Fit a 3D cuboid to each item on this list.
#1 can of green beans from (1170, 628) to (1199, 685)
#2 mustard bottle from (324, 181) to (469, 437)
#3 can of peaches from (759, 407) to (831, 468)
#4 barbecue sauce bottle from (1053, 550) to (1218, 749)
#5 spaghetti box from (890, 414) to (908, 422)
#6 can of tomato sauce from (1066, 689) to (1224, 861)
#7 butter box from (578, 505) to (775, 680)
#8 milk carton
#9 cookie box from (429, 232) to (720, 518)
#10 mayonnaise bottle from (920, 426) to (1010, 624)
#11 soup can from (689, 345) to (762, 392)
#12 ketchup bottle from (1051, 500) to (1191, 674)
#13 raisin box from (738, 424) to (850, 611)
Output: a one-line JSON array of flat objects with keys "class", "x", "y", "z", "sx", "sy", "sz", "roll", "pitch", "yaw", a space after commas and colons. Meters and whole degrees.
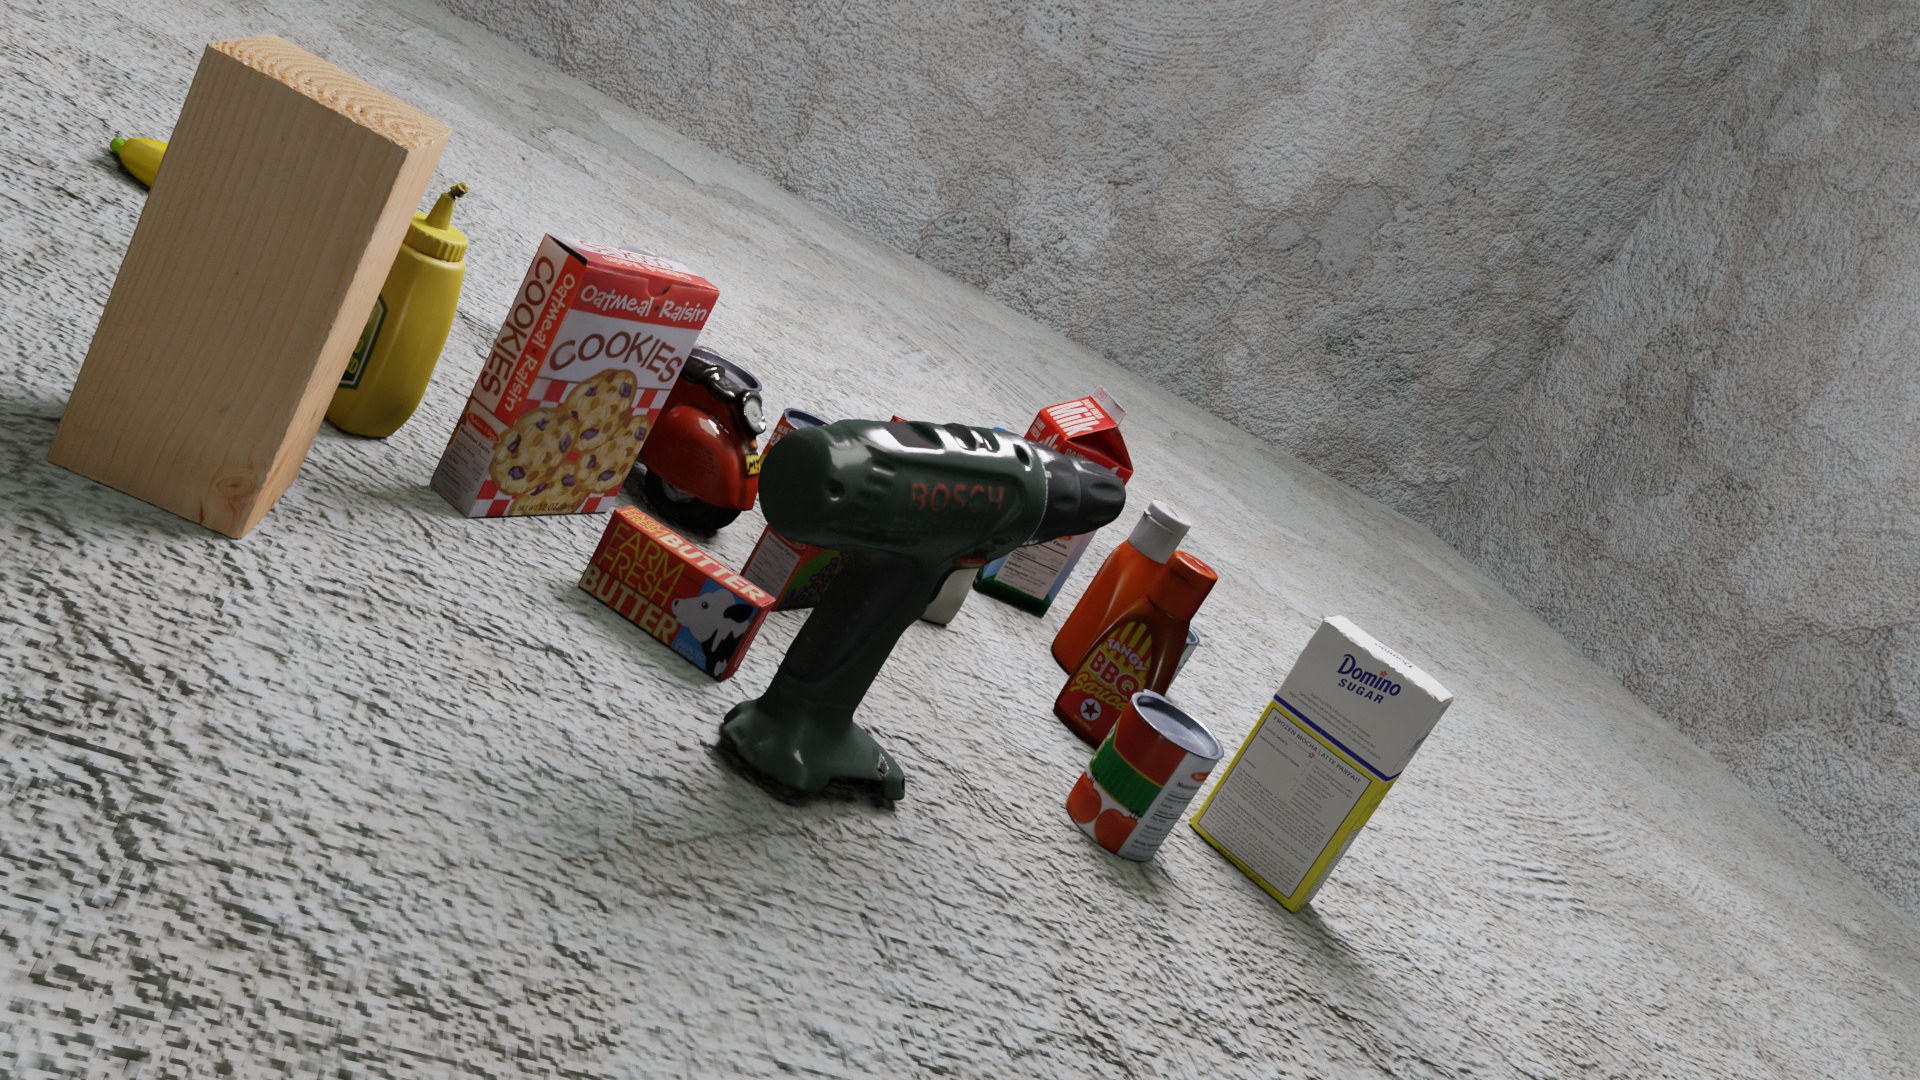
[{"class": "can of green beans", "x": 0.157, "y": 0.090, "z": 1.160, "sx": 0.071, "sy": 0.057, "sz": 0.071, "roll": 28, "pitch": 16, "yaw": -9}, {"class": "mustard bottle", "x": -0.325, "y": -0.139, "z": 0.805, "sx": 0.065, "sy": 0.159, "sz": 0.049, "roll": 39, "pitch": 17, "yaw": 26}, {"class": "can of peaches", "x": -0.128, "y": -0.066, "z": 1.123, "sx": 0.071, "sy": 0.058, "sz": 0.071, "roll": 28, "pitch": 16, "yaw": -9}, {"class": "barbecue sauce bottle", "x": 0.128, "y": 0.077, "z": 0.984, "sx": 0.065, "sy": 0.148, "sz": 0.044, "roll": 39, "pitch": 17, "yaw": 28}, {"class": "spaghetti box", "x": -0.042, "y": -0.048, "z": 1.235, "sx": 0.028, "sy": 0.050, "sz": 0.251, "roll": 25, "pitch": 17, "yaw": -20}, {"class": "can of tomato sauce", "x": 0.113, "y": 0.146, "z": 0.868, "sx": 0.071, "sy": 0.083, "sz": 0.071, "roll": 28, "pitch": 16, "yaw": -9}, {"class": "butter box", "x": -0.161, "y": 0.029, "z": 0.785, "sx": 0.103, "sy": 0.053, "sz": 0.024, "roll": 33, "pitch": 16, "yaw": 7}, {"class": "milk carton", "x": 0.079, "y": -0.040, "z": 1.171, "sx": 0.073, "sy": 0.190, "sz": 0.072, "roll": 24, "pitch": 17, "yaw": -25}, {"class": "cookie box", "x": -0.226, "y": -0.093, "z": 0.829, "sx": 0.040, "sy": 0.167, "sz": 0.123, "roll": 37, "pitch": 17, "yaw": 20}, {"class": "mayonnaise bottle", "x": 0.004, "y": -0.013, "z": 1.034, "sx": 0.041, "sy": 0.147, "sz": 0.065, "roll": 18, "pitch": 20, "yaw": -40}, {"class": "soup can", "x": -0.197, "y": -0.095, "z": 1.040, "sx": 0.071, "sy": 0.083, "sz": 0.071, "roll": 28, "pitch": 16, "yaw": -9}, {"class": "ketchup bottle", "x": 0.128, "y": 0.039, "z": 1.099, "sx": 0.043, "sy": 0.148, "sz": 0.065, "roll": 26, "pitch": 16, "yaw": -17}, {"class": "raisin box", "x": -0.085, "y": -0.015, "z": 0.926, "sx": 0.040, "sy": 0.123, "sz": 0.086, "roll": 37, "pitch": 17, "yaw": 23}]
